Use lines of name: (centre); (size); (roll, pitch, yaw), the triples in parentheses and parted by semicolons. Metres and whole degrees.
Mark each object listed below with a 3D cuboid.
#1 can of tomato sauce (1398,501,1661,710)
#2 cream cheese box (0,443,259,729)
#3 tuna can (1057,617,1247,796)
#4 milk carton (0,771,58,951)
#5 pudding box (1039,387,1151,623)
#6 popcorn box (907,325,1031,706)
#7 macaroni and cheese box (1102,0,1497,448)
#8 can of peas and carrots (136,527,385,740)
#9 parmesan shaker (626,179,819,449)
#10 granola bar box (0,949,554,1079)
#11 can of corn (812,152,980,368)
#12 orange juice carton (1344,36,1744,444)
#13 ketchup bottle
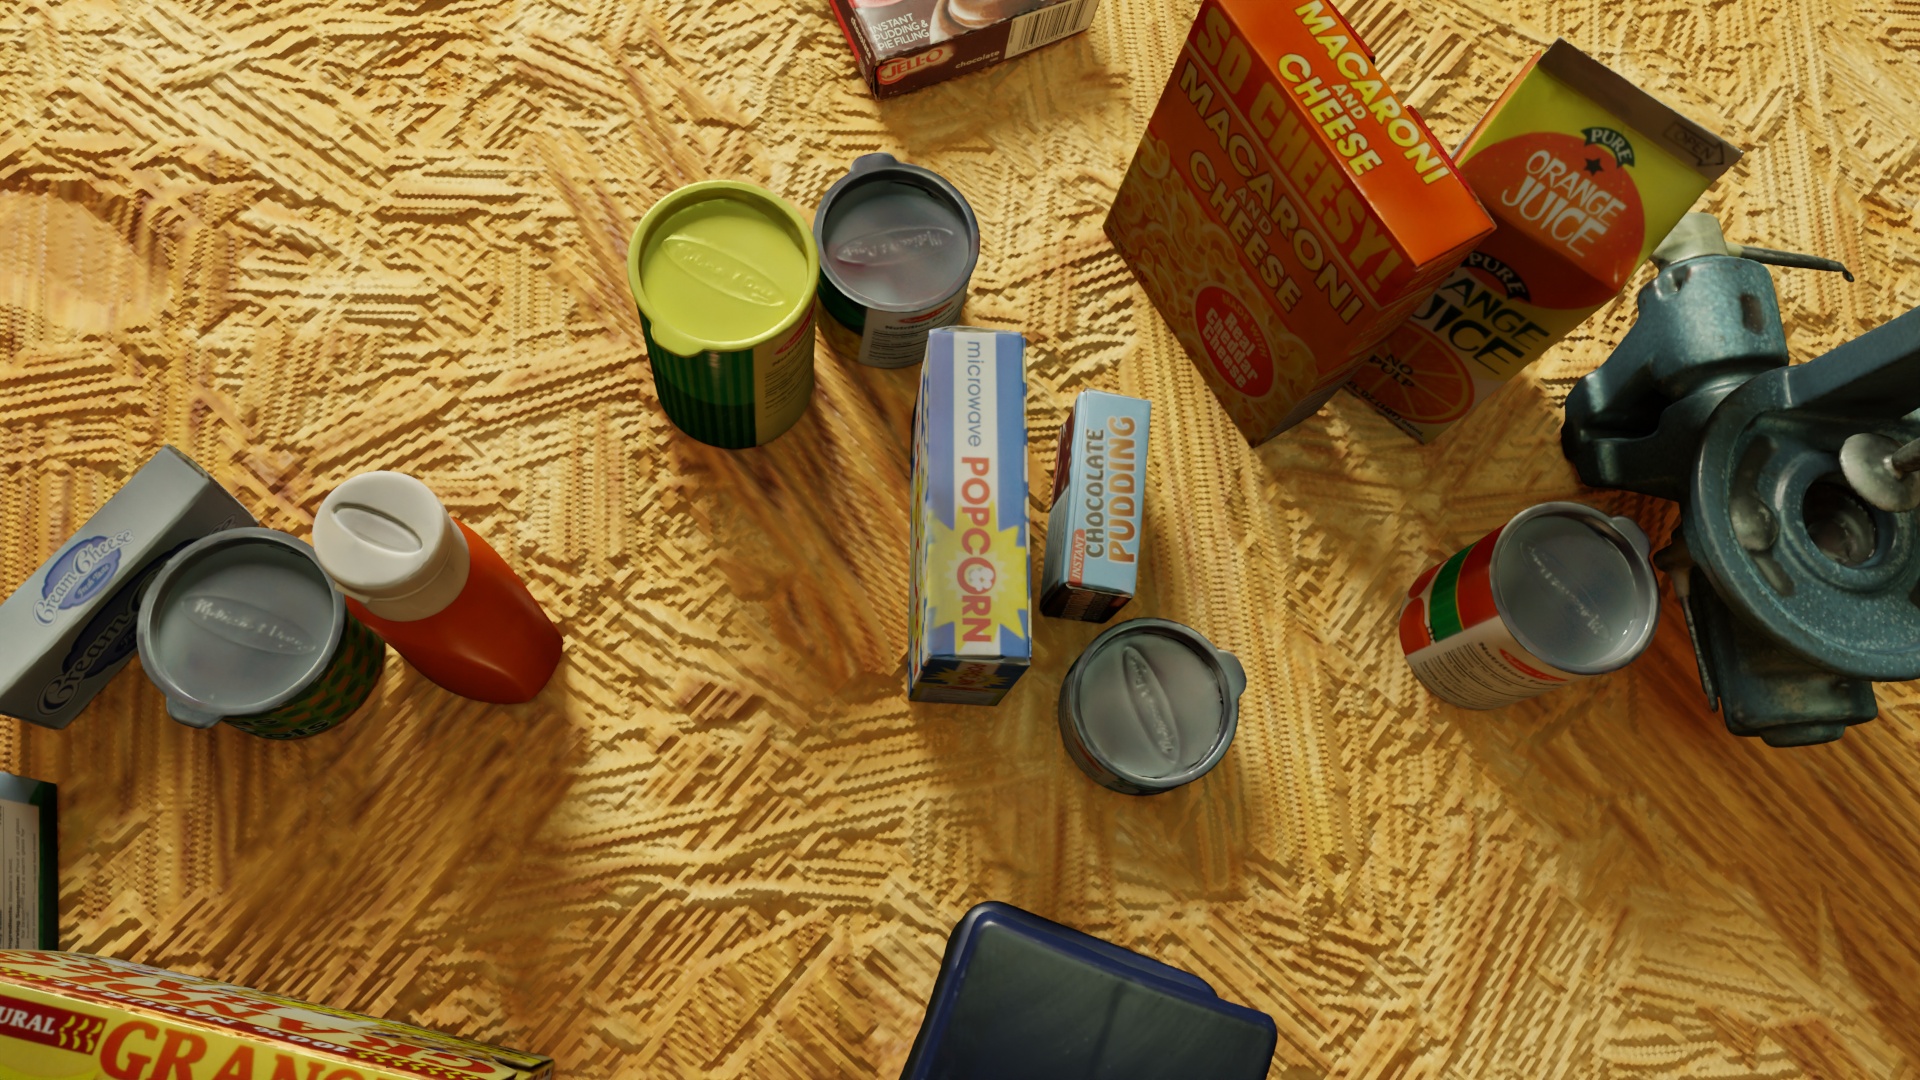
can of tomato sauce: (0.222, 0.027, 0.549); (0.071, 0.083, 0.071); (2, 73, -7)
cream cheese box: (-0.303, 0.018, 0.496); (0.024, 0.053, 0.104); (36, 72, 4)
tuna can: (0.075, 0.065, 0.544); (0.071, 0.032, 0.071); (2, 73, -7)
milk carton: (-0.341, 0.099, 0.394); (0.072, 0.190, 0.073); (-8, 75, -10)
pudding box: (0.054, -0.013, 0.556); (0.030, 0.049, 0.084); (9, 72, -5)
popcorn box: (0.002, -0.007, 0.529); (0.038, 0.085, 0.127); (2, 73, -7)
macaroni and cheese box: (0.120, -0.122, 0.538); (0.040, 0.166, 0.124); (-29, 79, -15)
can of peas and carrots: (-0.247, 0.037, 0.495); (0.071, 0.058, 0.071); (2, 73, -7)
parmesan shaker: (-0.090, -0.080, 0.530); (0.071, 0.102, 0.071); (2, 73, -7)
granola bar box: (-0.218, 0.163, 0.426); (0.166, 0.124, 0.039); (14, 72, -3)
can of corn: (-0.029, -0.114, 0.572); (0.071, 0.058, 0.071); (2, 73, -7)
orange juice carton: (0.209, -0.115, 0.534); (0.072, 0.192, 0.073); (37, 72, 4)
ketchup bottle: (-0.175, 0.019, 0.464); (0.065, 0.148, 0.044); (24, 72, 0)
